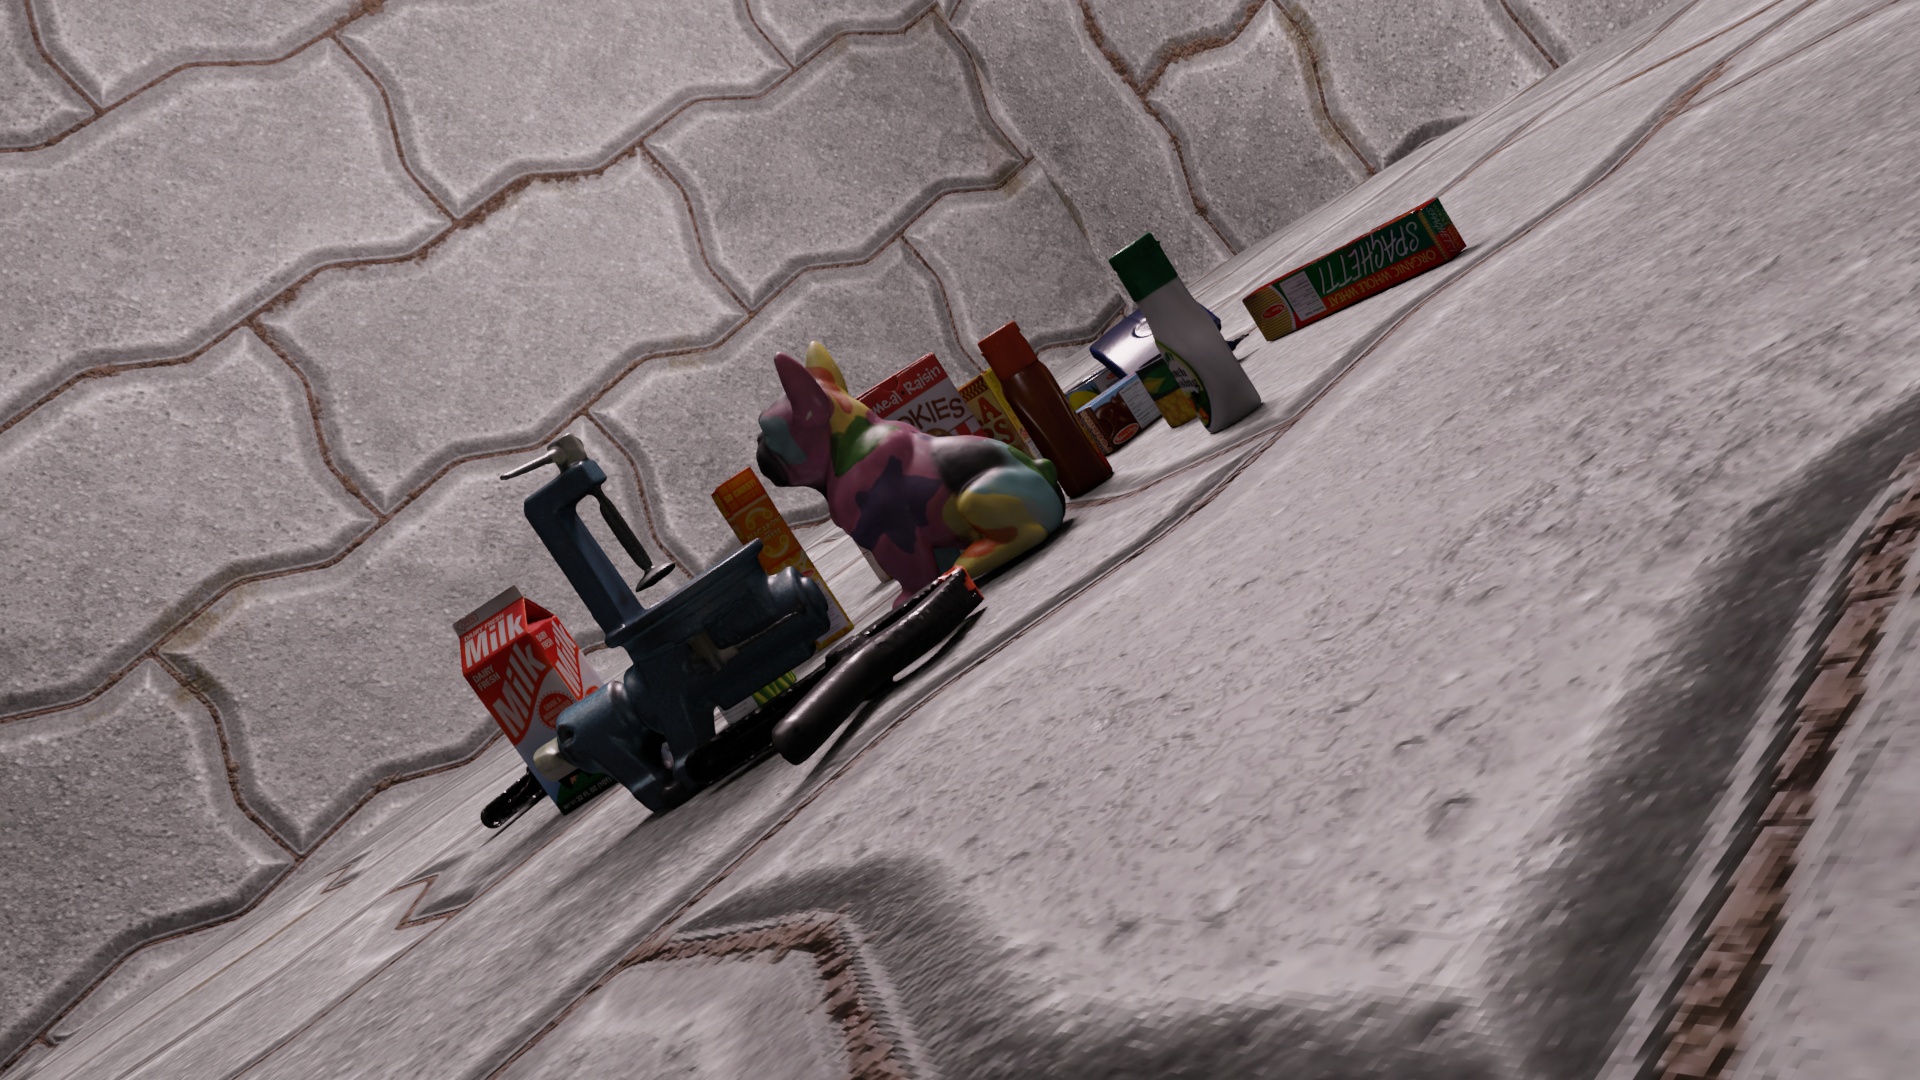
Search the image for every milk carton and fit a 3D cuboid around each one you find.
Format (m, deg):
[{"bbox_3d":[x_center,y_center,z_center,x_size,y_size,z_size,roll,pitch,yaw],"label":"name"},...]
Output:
[{"bbox_3d":[-0.362,0.134,1.211,0.072,0.190,0.073,-32,6,6],"label":"milk carton"}]

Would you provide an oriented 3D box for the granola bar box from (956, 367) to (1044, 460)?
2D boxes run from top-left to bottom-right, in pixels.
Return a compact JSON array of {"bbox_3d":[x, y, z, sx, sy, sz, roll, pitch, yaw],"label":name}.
[{"bbox_3d":[0.003,-0.082,1.385,0.165,0.124,0.039,-29,7,36],"label":"granola bar box"}]

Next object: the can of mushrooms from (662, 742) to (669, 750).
[{"bbox_3d":[-0.249,0.156,1.208,0.071,0.033,0.071,-32,6,4],"label":"can of mushrooms"}]

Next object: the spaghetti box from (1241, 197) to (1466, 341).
[{"bbox_3d":[0.336,-0.231,1.211,0.029,0.050,0.249,-35,6,-23],"label":"spaghetti box"}]

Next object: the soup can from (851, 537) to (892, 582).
[{"bbox_3d":[-0.072,-0.011,1.394,0.071,0.083,0.071,-33,6,4],"label":"soup can"}]

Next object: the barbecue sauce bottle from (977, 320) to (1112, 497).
[{"bbox_3d":[0.067,-0.107,1.132,0.044,0.148,0.065,-33,6,0],"label":"barbecue sauce bottle"}]

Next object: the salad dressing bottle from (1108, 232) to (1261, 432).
[{"bbox_3d":[0.160,-0.150,1.000,0.044,0.147,0.064,-33,6,-2],"label":"salad dressing bottle"}]

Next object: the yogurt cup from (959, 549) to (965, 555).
[{"bbox_3d":[0.004,-0.015,1.171,0.072,0.054,0.072,-32,6,4],"label":"yogurt cup"}]

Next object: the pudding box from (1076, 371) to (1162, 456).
[{"bbox_3d":[0.147,-0.118,1.278,0.084,0.049,0.030,-37,7,-34],"label":"pudding box"}]

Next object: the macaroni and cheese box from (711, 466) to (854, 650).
[{"bbox_3d":[-0.163,0.016,1.246,0.040,0.166,0.123,-34,6,-10],"label":"macaroni and cheese box"}]

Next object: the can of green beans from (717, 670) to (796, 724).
[{"bbox_3d":[-0.173,0.105,1.110,0.071,0.058,0.071,-32,6,4],"label":"can of green beans"}]

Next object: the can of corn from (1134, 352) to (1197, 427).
[{"bbox_3d":[0.188,-0.135,1.167,0.071,0.058,0.071,-32,6,4],"label":"can of corn"}]

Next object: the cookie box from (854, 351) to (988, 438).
[{"bbox_3d":[-0.031,-0.075,1.299,0.123,0.167,0.040,-36,6,-30],"label":"cookie box"}]

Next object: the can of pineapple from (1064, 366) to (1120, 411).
[{"bbox_3d":[0.150,-0.147,1.458,0.071,0.058,0.071,-32,6,4],"label":"can of pineapple"}]
